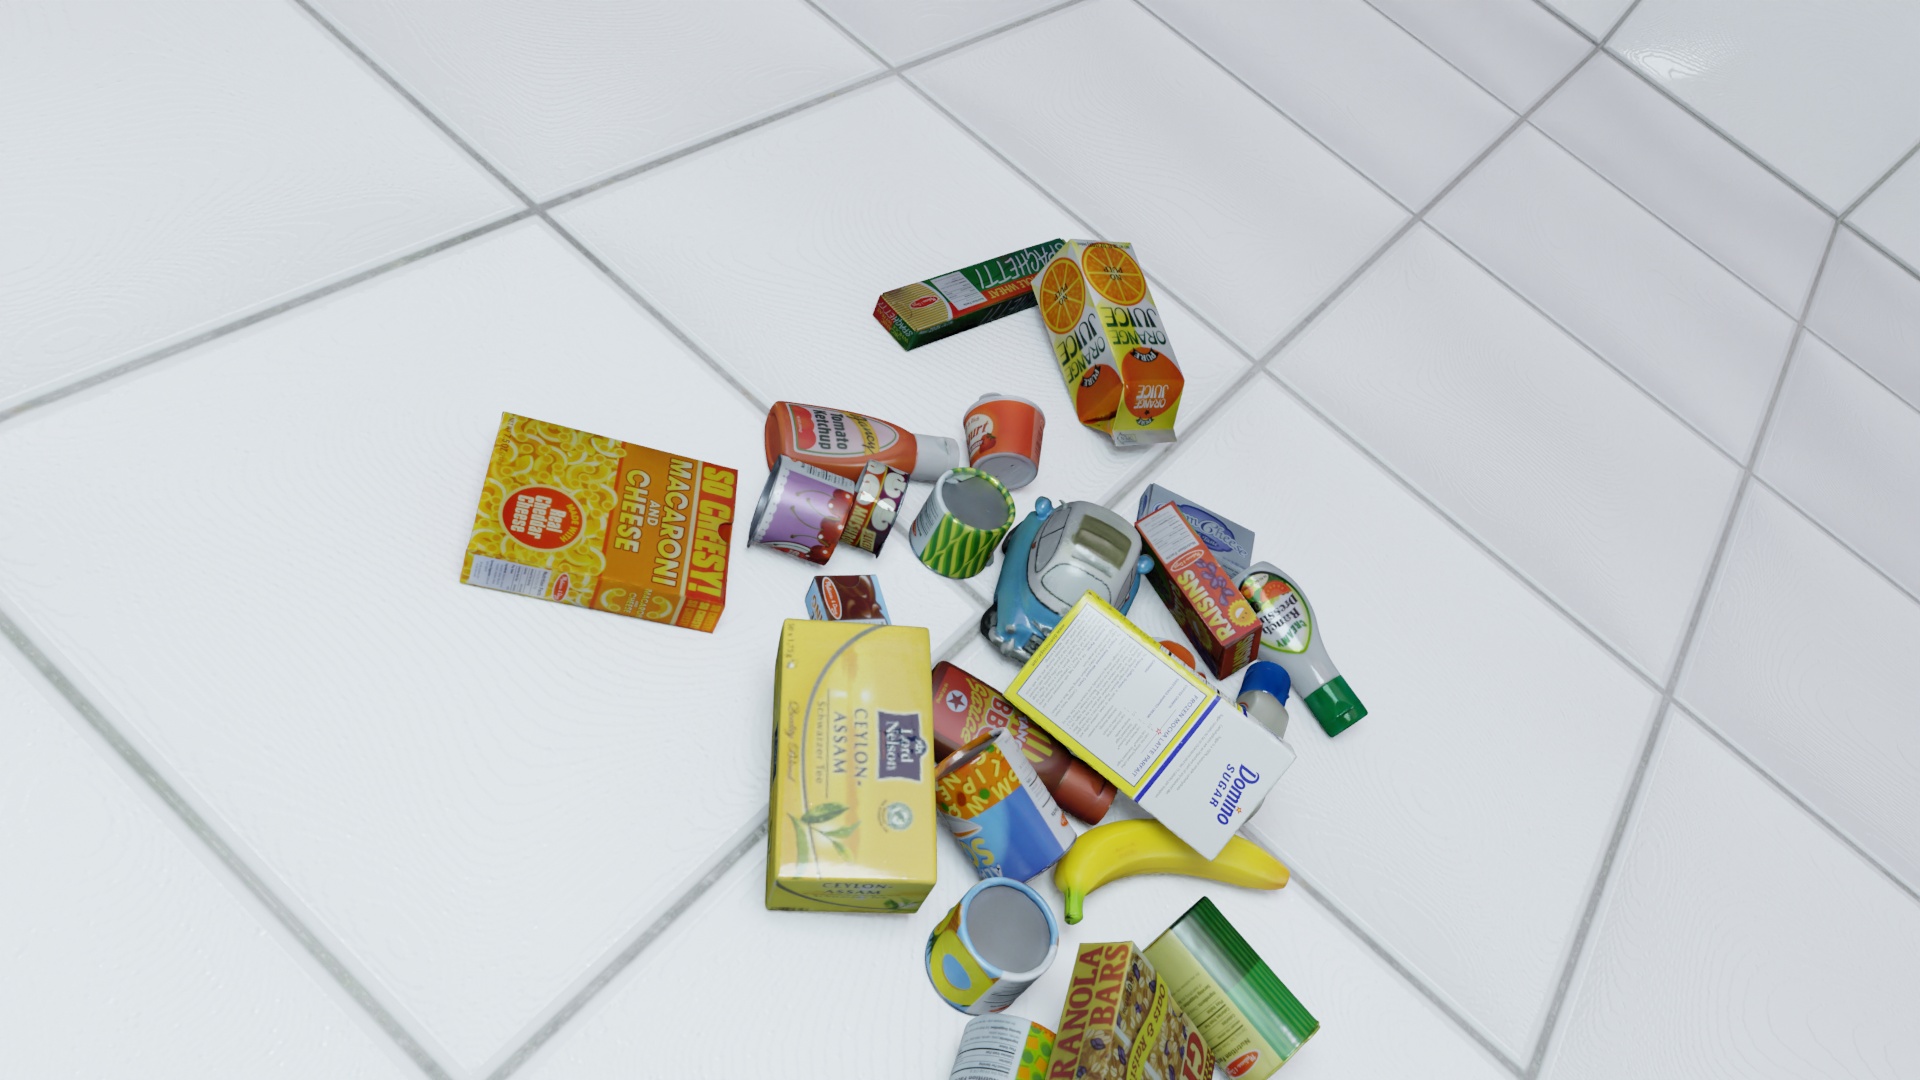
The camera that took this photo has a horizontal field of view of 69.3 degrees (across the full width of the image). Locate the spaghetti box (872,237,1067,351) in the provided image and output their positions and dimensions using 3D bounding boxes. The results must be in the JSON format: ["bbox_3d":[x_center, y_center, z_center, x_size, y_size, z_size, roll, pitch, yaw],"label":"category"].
[{"bbox_3d":[0.026,-0.230,1.279,0.251,0.028,0.050,-27,68,-41],"label":"spaghetti box"}]

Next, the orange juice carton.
[{"bbox_3d":[0.136,-0.170,1.243,0.072,0.072,0.193,-4,67,-33],"label":"orange juice carton"}]

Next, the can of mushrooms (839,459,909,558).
[{"bbox_3d":[-0.065,-0.023,1.024,0.033,0.070,0.071,22,45,-9],"label":"can of mushrooms"}]

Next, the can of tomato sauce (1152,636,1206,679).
[{"bbox_3d":[0.134,0.119,1.007,0.071,0.070,0.083,41,44,9],"label":"can of tomato sauce"}]

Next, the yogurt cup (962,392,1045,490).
[{"bbox_3d":[0.036,-0.077,1.129,0.072,0.072,0.054,13,56,-18],"label":"yogurt cup"}]

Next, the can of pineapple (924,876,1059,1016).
[{"bbox_3d":[0.018,0.244,0.842,0.071,0.057,0.071,15,47,-16],"label":"can of pineapple"}]

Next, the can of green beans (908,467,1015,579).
[{"bbox_3d":[0.002,-0.014,1.057,0.071,0.057,0.071,15,47,-17],"label":"can of green beans"}]

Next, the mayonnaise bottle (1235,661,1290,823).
[{"bbox_3d":[0.214,0.148,1.032,0.041,0.064,0.149,35,40,-1],"label":"mayonnaise bottle"}]

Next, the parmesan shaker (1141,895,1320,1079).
[{"bbox_3d":[0.168,0.284,0.880,0.071,0.071,0.103,-27,68,-41],"label":"parmesan shaker"}]

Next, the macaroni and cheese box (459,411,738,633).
[{"bbox_3d":[-0.238,-0.012,0.938,0.166,0.040,0.124,13,48,-18],"label":"macaroni and cheese box"}]

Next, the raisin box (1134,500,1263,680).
[{"bbox_3d":[0.185,0.041,1.088,0.040,0.086,0.124,-30,66,-6],"label":"raisin box"}]

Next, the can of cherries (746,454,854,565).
[{"bbox_3d":[-0.115,-0.019,0.997,0.058,0.071,0.072,20,46,-13],"label":"can of cherries"}]

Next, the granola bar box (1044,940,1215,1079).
[{"bbox_3d":[0.092,0.330,0.777,0.124,0.039,0.166,57,36,-29],"label":"granola bar box"}]

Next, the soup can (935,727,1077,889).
[{"bbox_3d":[0.022,0.173,0.887,0.072,0.071,0.083,-35,92,-43],"label":"soup can"}]

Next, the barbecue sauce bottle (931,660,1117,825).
[{"bbox_3d":[0.035,0.144,0.949,0.148,0.043,0.065,30,52,-3],"label":"barbecue sauce bottle"}]

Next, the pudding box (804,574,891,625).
[{"bbox_3d":[-0.073,0.065,0.969,0.050,0.030,0.084,-1,53,-28],"label":"pudding box"}]

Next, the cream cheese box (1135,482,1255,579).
[{"bbox_3d":[0.199,-0.005,1.180,0.104,0.024,0.054,26,44,-7],"label":"cream cheese box"}]

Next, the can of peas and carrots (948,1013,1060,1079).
[{"bbox_3d":[0.026,0.312,0.785,0.071,0.070,0.059,28,44,-4],"label":"can of peas and carrots"}]

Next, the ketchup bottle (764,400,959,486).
[{"bbox_3d":[-0.075,-0.070,1.075,0.149,0.043,0.065,6,50,-25],"label":"ketchup bottle"}]

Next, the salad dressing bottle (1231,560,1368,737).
[{"bbox_3d":[0.270,0.088,1.120,0.064,0.044,0.148,-33,75,-3],"label":"salad dressing bottle"}]
